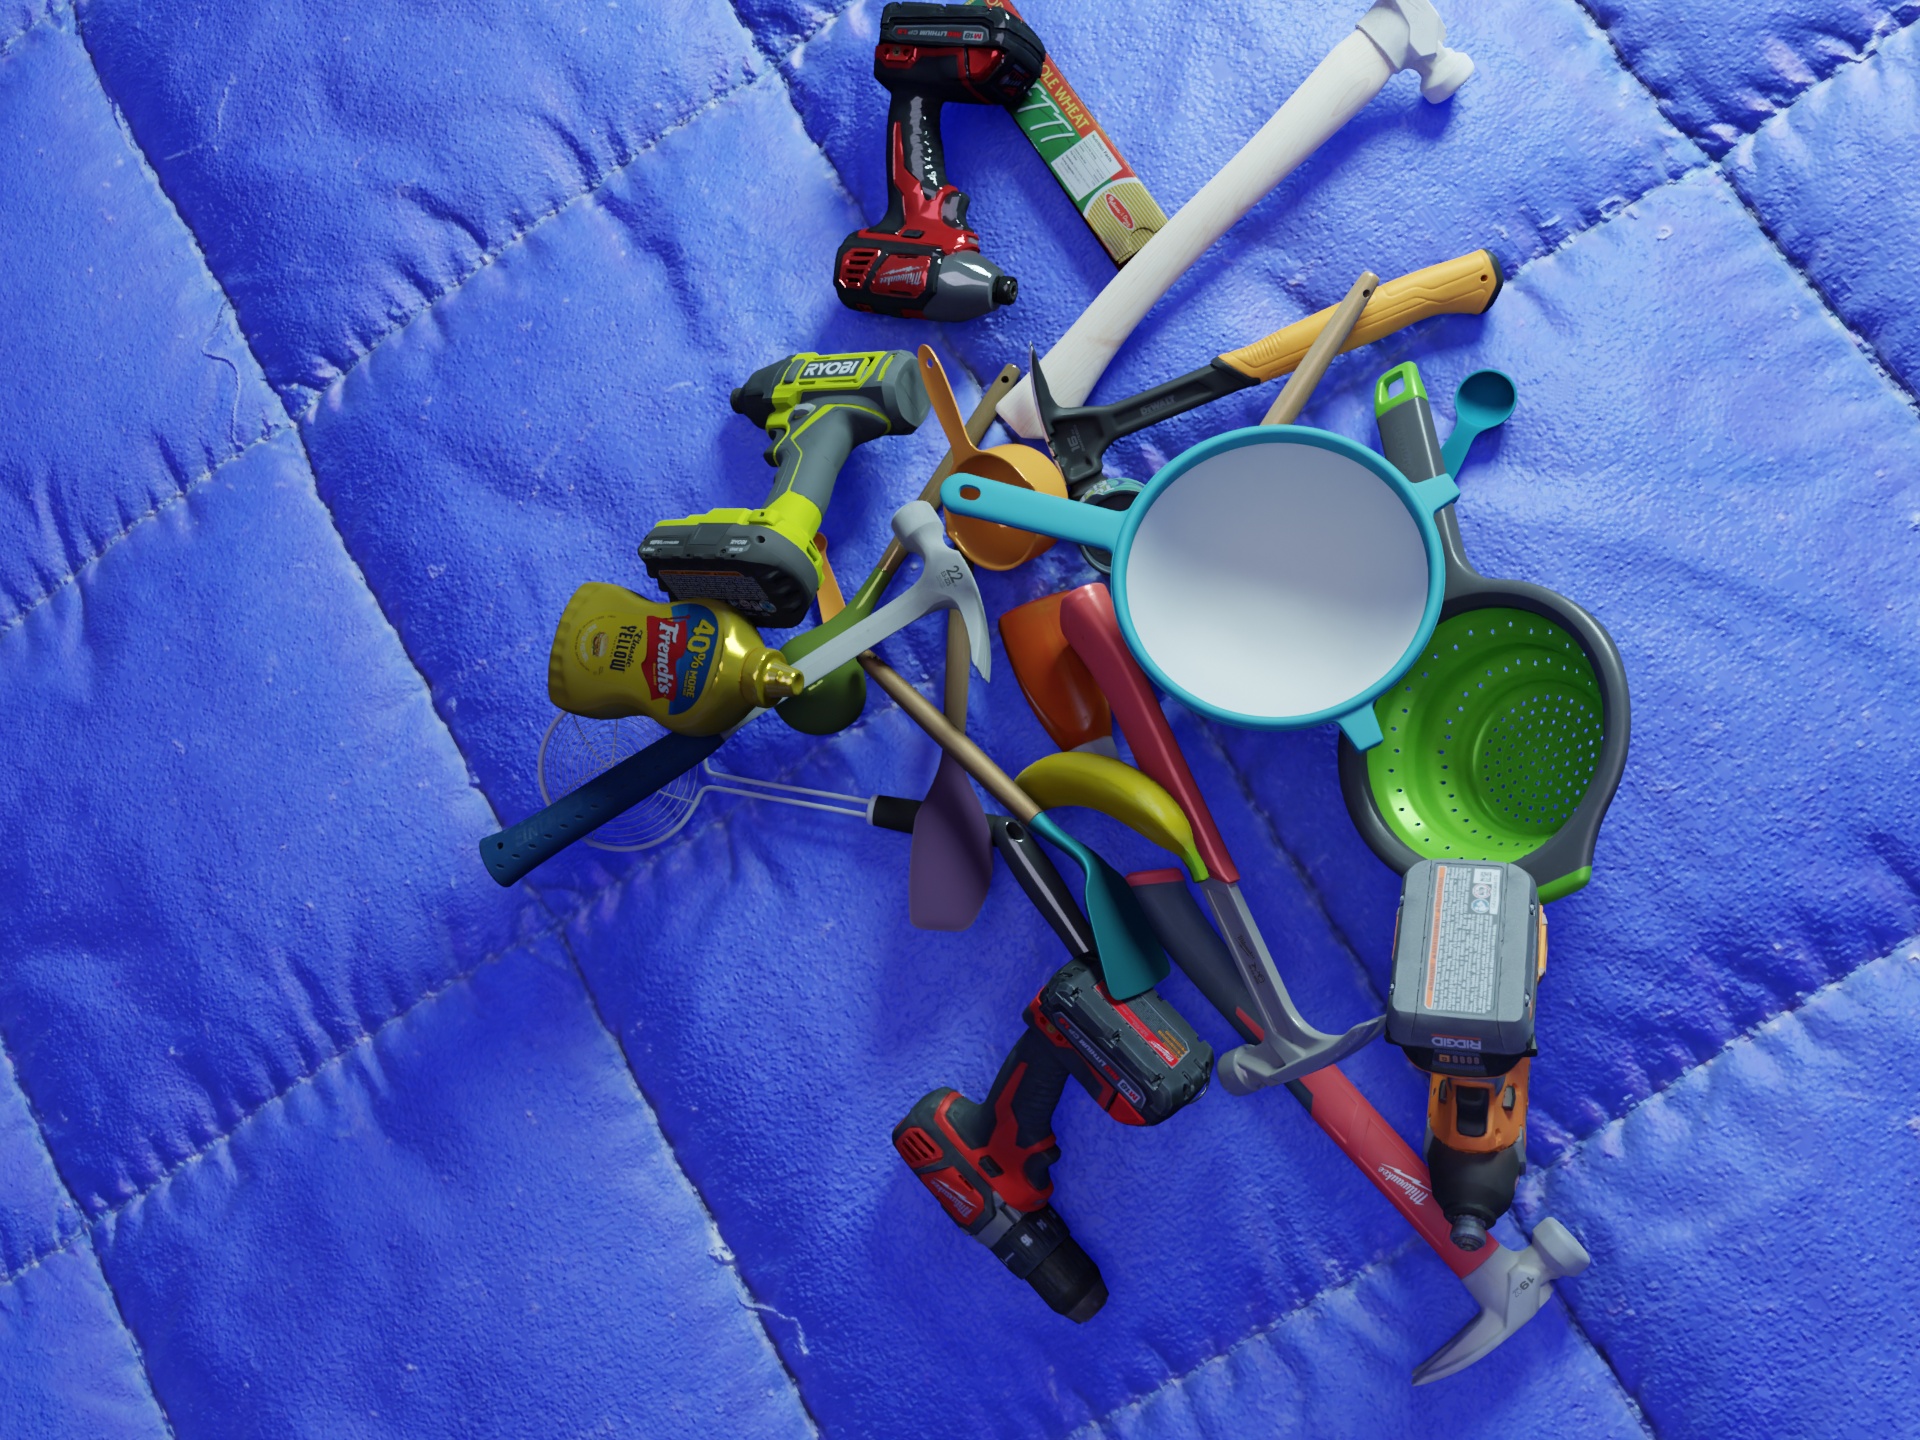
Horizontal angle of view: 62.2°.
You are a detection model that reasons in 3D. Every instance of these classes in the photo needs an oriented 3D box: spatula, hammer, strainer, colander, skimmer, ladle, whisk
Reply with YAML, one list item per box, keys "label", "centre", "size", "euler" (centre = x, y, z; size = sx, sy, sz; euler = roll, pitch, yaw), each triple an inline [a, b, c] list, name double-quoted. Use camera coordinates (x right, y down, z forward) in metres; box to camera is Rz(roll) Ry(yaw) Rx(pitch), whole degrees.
- label: "spatula"
  centre: [-0.002, -0.004, 1.162]
  size: [0.060, 0.018, 0.316]
  euler: [3, 75, -1]
- label: "hammer"
  centre: [0.217, -0.266, 1.132]
  size: [0.337, 0.034, 0.127]
  euler: [-20, 110, 8]
- label: "strainer"
  centre: [0.151, -0.101, 1.079]
  size: [0.340, 0.095, 0.211]
  euler: [17, 77, 17]
- label: "colander"
  centre: [0.349, -0.058, 1.065]
  size: [0.204, 0.094, 0.397]
  euler: [-27, 59, 42]
- label: "skimmer"
  centre: [-0.130, 0.055, 1.174]
  size: [0.363, 0.090, 0.127]
  euler: [9, 86, 15]
- label: "hammer"
  centre: [-0.163, 0.003, 1.136]
  size: [0.405, 0.035, 0.144]
  euler: [-32, 64, 3]
- label: "ladle"
  centre: [-0.043, -0.131, 1.200]
  size: [0.078, 0.062, 0.320]
  euler: [31, 84, 7]
- label: "spatula"
  centre: [0.028, 0.060, 1.103]
  size: [0.318, 0.082, 0.044]
  euler: [44, 119, 22]
- label: "whisk"
  centre: [0.096, 0.166, 1.118]
  size: [0.055, 0.055, 0.239]
  euler: [-36, 81, 8]
- label: "hammer"
  centre: [0.234, 0.261, 1.089]
  size: [0.143, 0.038, 0.386]
  euler: [-44, 76, 8]
- label: "hammer"
  centre: [0.158, 0.064, 1.060]
  size: [0.149, 0.036, 0.359]
  euler: [-44, 64, 50]
- label: "hammer"
  centre: [0.172, -0.369, 1.146]
  size: [0.146, 0.038, 0.410]
  euler: [42, 100, -19]

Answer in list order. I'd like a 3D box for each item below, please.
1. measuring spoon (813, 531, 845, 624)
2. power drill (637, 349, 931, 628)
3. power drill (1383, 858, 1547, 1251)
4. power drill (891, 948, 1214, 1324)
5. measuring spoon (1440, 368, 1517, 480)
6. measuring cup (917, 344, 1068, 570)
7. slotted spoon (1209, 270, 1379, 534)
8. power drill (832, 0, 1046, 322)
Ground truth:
- label: "measuring spoon"
  centre: [-0.099, -0.089, 1.225]
  size: [0.021, 0.011, 0.117]
  euler: [-16, 84, 5]
- label: "power drill"
  centre: [-0.135, -0.178, 1.167]
  size: [0.171, 0.080, 0.223]
  euler: [5, 56, 33]
- label: "power drill"
  centre: [0.307, 0.205, 0.955]
  size: [0.084, 0.226, 0.164]
  euler: [1, 51, 22]
- label: "power drill"
  centre: [0.073, 0.287, 1.079]
  size: [0.188, 0.080, 0.226]
  euler: [46, 119, 14]
- label: "measuring spoon"
  centre: [0.348, -0.186, 1.121]
  size: [0.042, 0.021, 0.128]
  euler: [33, 102, 21]
- label: "measuring cup"
  centre: [0.020, -0.196, 1.160]
  size: [0.095, 0.052, 0.173]
  euler: [-22, 91, 45]
- label: "slotted spoon"
  centre: [0.203, -0.175, 1.121]
  size: [0.070, 0.031, 0.313]
  euler: [27, 102, -26]
- label: "power drill"
  centre: [-0.010, -0.409, 1.186]
  size: [0.143, 0.078, 0.219]
  euler: [14, 99, 23]
